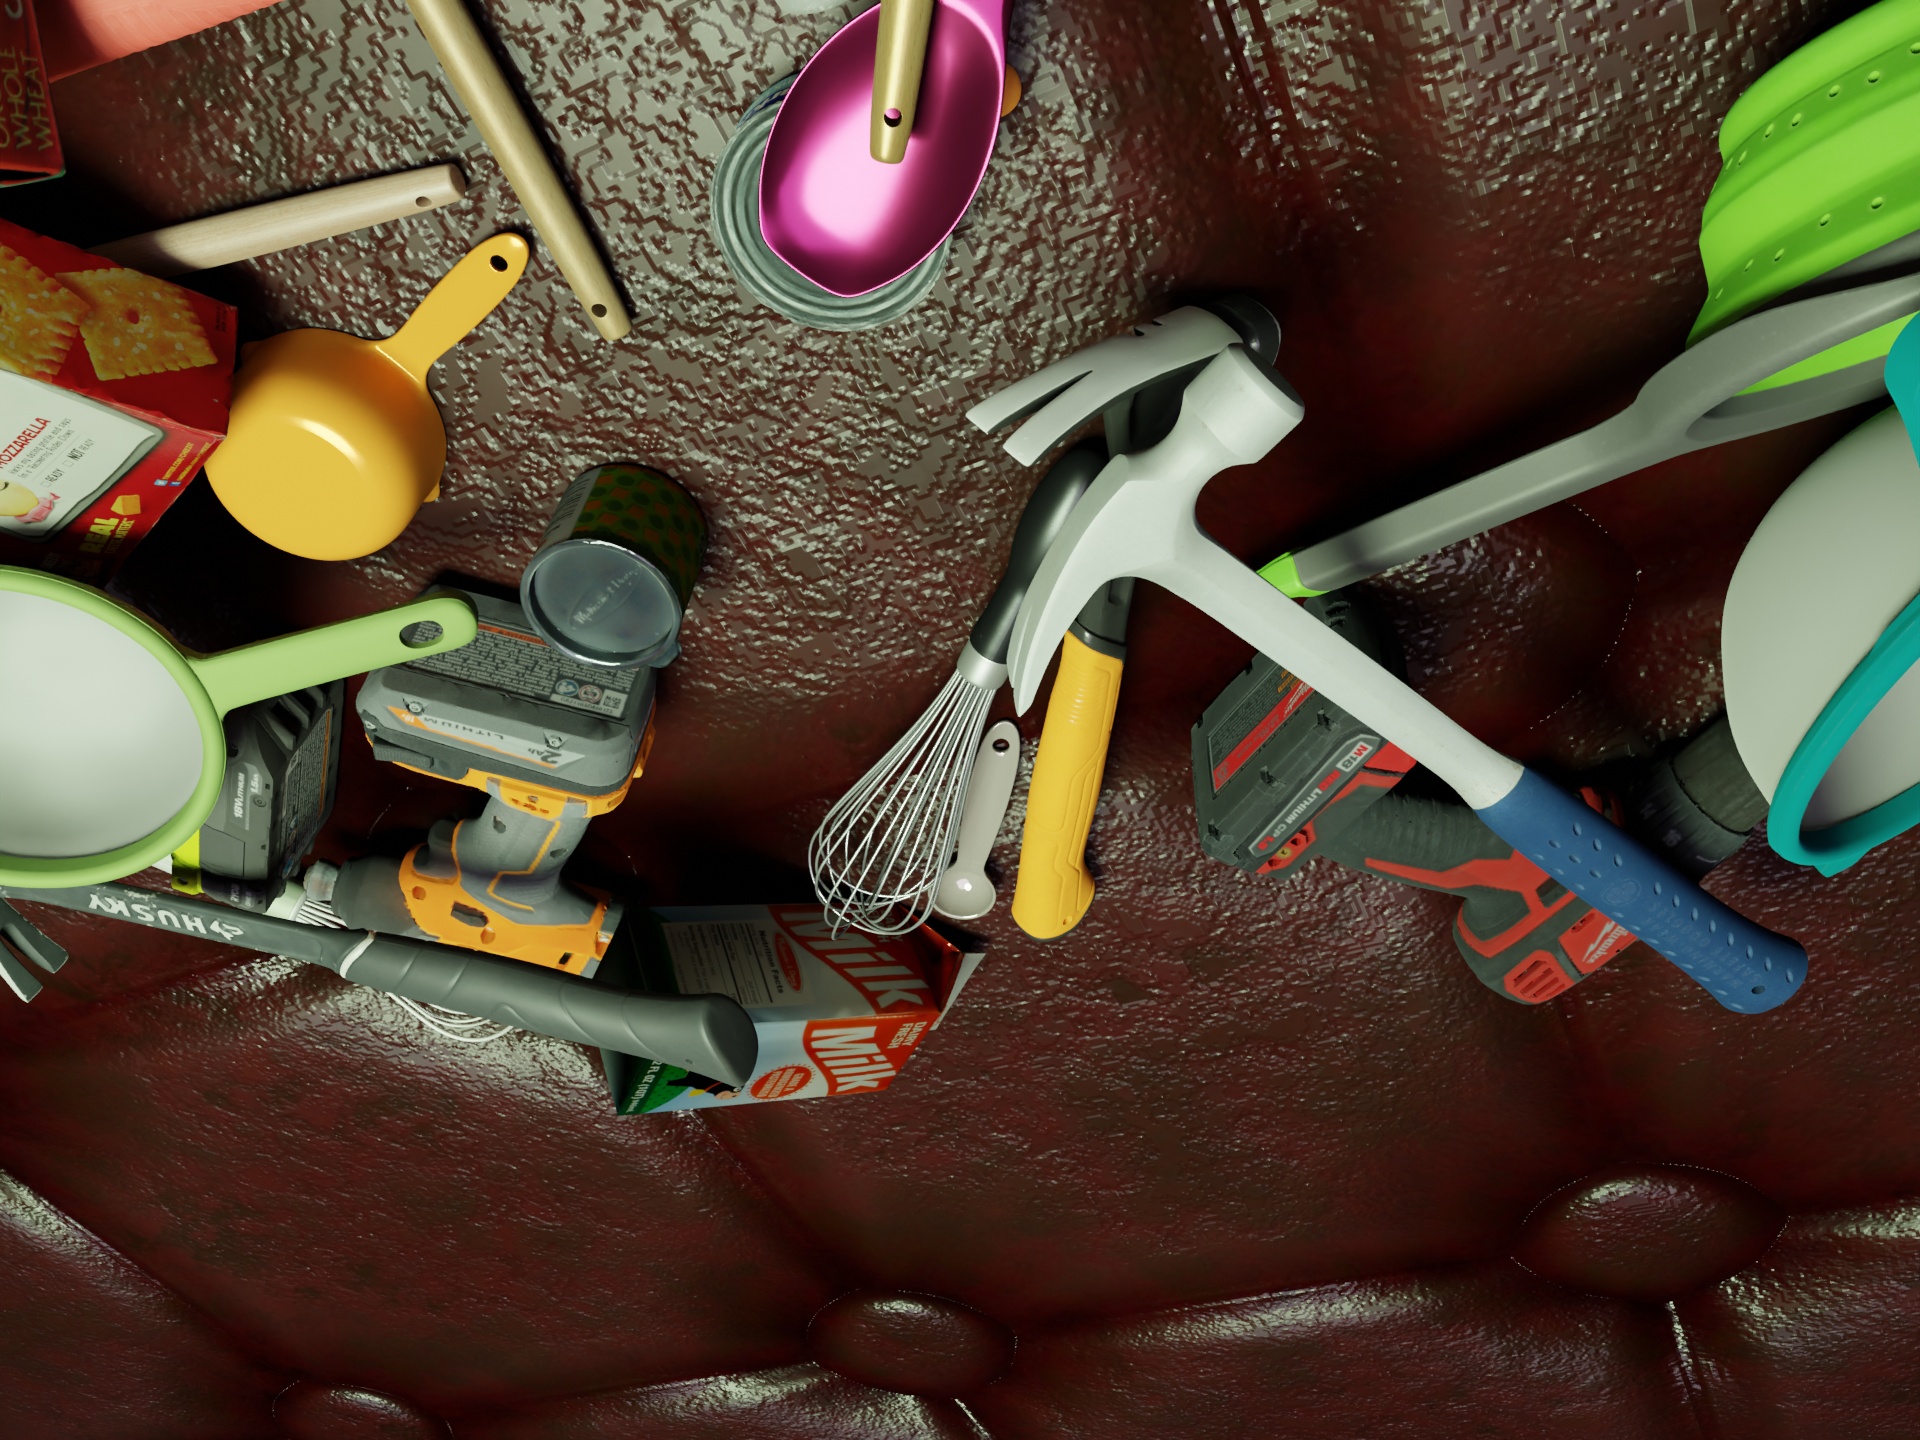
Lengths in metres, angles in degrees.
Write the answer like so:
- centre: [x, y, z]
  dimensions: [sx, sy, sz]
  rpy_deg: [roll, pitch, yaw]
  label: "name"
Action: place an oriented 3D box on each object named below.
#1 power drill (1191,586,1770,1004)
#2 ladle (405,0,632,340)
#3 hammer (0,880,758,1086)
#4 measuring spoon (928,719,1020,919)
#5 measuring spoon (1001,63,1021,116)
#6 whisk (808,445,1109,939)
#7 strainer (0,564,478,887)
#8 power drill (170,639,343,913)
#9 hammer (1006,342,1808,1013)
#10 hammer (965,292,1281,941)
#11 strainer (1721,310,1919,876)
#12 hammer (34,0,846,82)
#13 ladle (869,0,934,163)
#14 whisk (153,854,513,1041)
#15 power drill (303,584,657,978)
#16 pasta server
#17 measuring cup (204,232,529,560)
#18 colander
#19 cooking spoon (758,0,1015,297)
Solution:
- centre: [0.235, 0.028, 0.692]
  dimensions: [0.226, 0.080, 0.187]
  rpy_deg: [24, 129, -18]
  label: "power drill"
- centre: [-0.188, -0.254, 0.509]
  dimensions: [0.078, 0.062, 0.319]
  rpy_deg: [-13, 131, 16]
  label: "ladle"
- centre: [-0.287, 0.105, 0.713]
  dimensions: [0.409, 0.036, 0.149]
  rpy_deg: [11, 132, 10]
  label: "hammer"
- centre: [0.010, 0.047, 0.777]
  dimensions: [0.034, 0.018, 0.124]
  rpy_deg: [12, 124, -3]
  label: "measuring spoon"
- centre: [-0.017, -0.247, 0.523]
  dimensions: [0.021, 0.011, 0.116]
  rpy_deg: [-26, 123, 26]
  label: "measuring spoon"
- centre: [-0.002, -0.002, 0.706]
  dimensions: [0.070, 0.070, 0.284]
  rpy_deg: [20, 125, -11]
  label: "whisk"
- centre: [-0.321, -0.023, 0.645]
  dimensions: [0.256, 0.069, 0.151]
  rpy_deg: [-15, 126, -4]
  label: "strainer"
- centre: [-0.413, -0.006, 0.738]
  dimensions: [0.223, 0.080, 0.171]
  rpy_deg: [19, 130, -6]
  label: "power drill"
- centre: [0.195, 0.023, 0.615]
  dimensions: [0.405, 0.035, 0.144]
  rpy_deg: [31, 118, -26]
  label: "hammer"
- centre: [0.049, -0.013, 0.671]
  dimensions: [0.127, 0.034, 0.336]
  rpy_deg: [-28, 145, -28]
  label: "hammer"
- centre: [0.312, -0.069, 0.526]
  dimensions: [0.211, 0.095, 0.340]
  rpy_deg: [-46, 143, 15]
  label: "strainer"
- centre: [-0.216, -0.242, 0.475]
  dimensions: [0.359, 0.037, 0.149]
  rpy_deg: [-9, 138, 16]
  label: "hammer"
- centre: [0.003, -0.310, 0.426]
  dimensions: [0.069, 0.031, 0.315]
  rpy_deg: [8, 122, -5]
  label: "ladle"
- centre: [-0.344, 0.103, 0.844]
  dimensions: [0.246, 0.059, 0.058]
  rpy_deg: [27, 156, -11]
  label: "whisk"
- centre: [-0.232, 0.046, 0.759]
  dimensions: [0.164, 0.084, 0.226]
  rpy_deg: [14, 135, -6]
  label: "power drill"
- centre: [-0.336, -0.167, 0.613]
  dimensions: [0.316, 0.040, 0.060]
  rpy_deg: [-9, 155, 12]
  label: "pasta server"
- centre: [-0.229, -0.127, 0.624]
  dimensions: [0.173, 0.052, 0.095]
  rpy_deg: [-32, 121, 31]
  label: "measuring cup"
- centre: [0.243, -0.141, 0.532]
  dimensions: [0.397, 0.204, 0.094]
  rpy_deg: [-22, 83, 43]
  label: "colander"
- centre: [0.035, -0.262, 0.472]
  dimensions: [0.068, 0.017, 0.318]
  rpy_deg: [34, 119, -11]
  label: "cooking spoon"
